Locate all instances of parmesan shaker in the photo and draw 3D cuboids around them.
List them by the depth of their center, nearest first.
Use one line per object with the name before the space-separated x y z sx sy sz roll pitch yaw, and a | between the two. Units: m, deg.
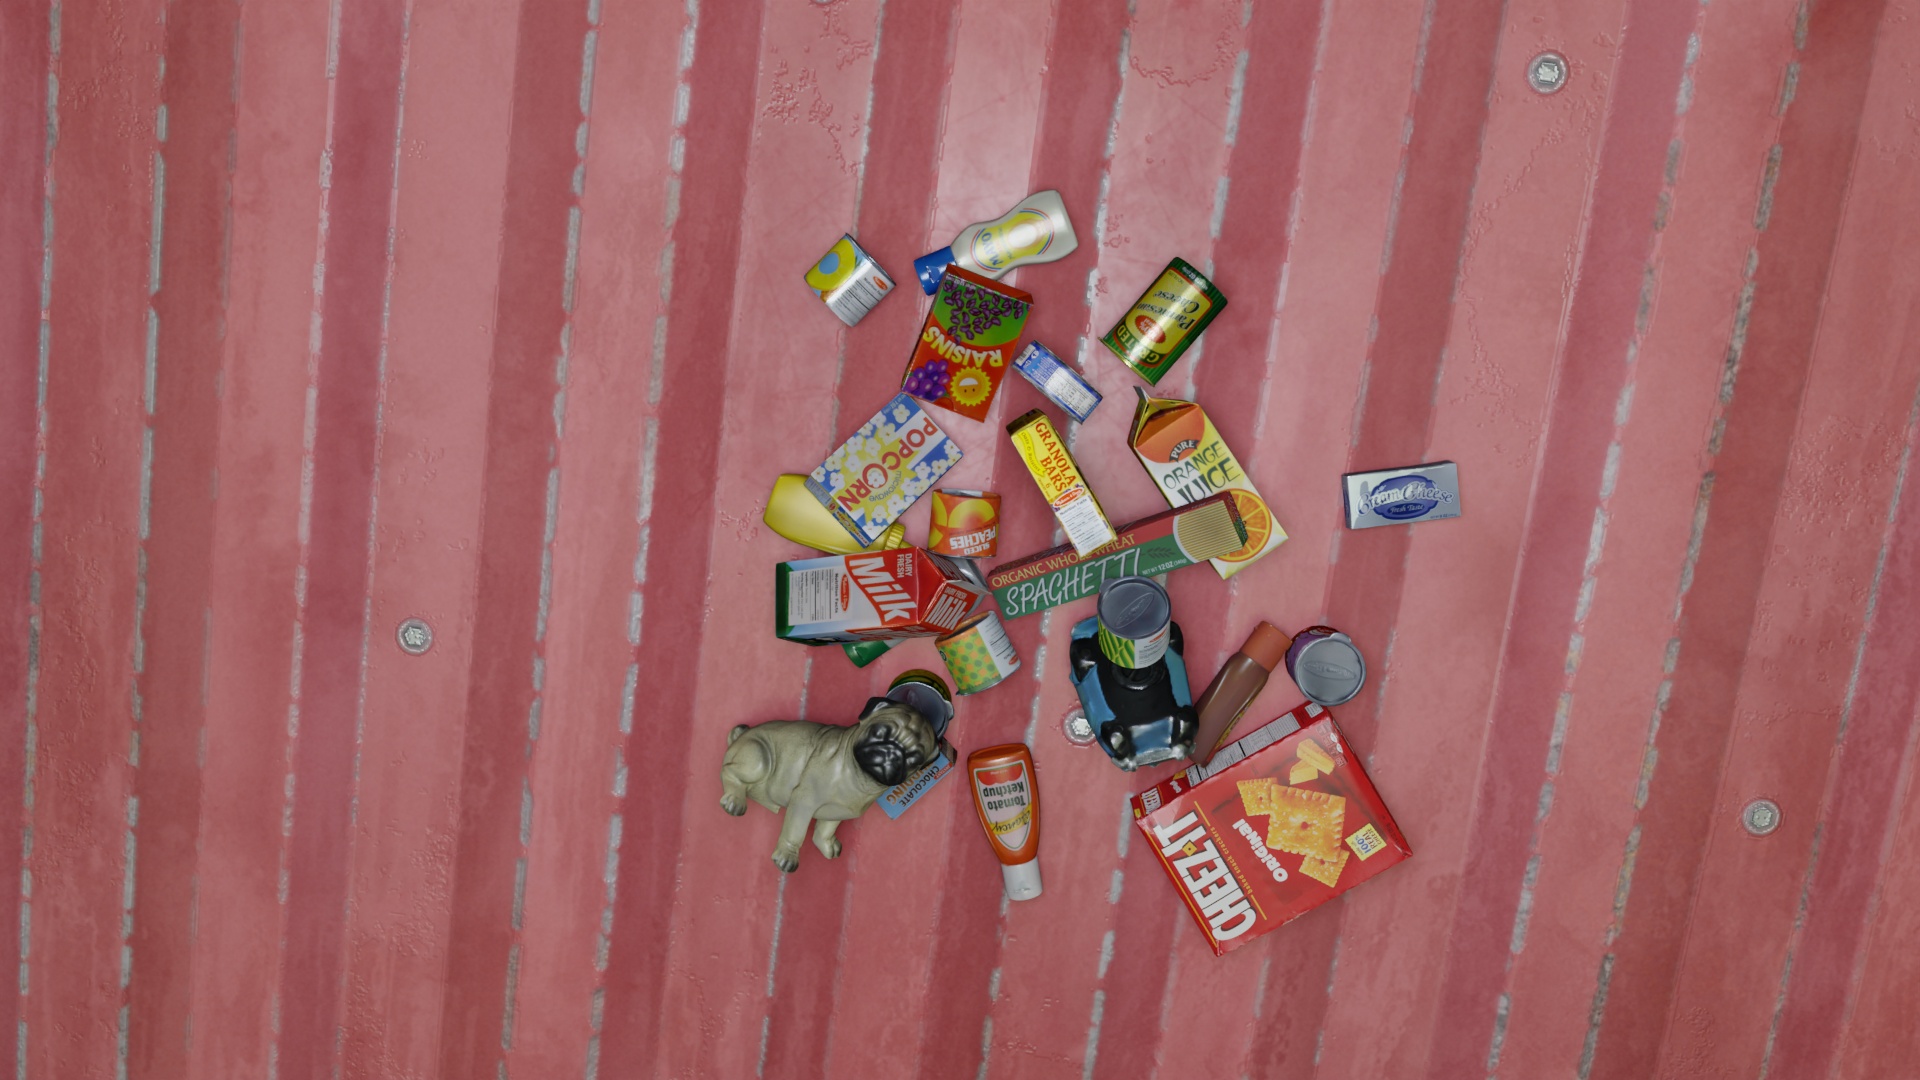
parmesan shaker | 0.185 -0.203 1.277 0.071 0.071 0.103 41 97 -4

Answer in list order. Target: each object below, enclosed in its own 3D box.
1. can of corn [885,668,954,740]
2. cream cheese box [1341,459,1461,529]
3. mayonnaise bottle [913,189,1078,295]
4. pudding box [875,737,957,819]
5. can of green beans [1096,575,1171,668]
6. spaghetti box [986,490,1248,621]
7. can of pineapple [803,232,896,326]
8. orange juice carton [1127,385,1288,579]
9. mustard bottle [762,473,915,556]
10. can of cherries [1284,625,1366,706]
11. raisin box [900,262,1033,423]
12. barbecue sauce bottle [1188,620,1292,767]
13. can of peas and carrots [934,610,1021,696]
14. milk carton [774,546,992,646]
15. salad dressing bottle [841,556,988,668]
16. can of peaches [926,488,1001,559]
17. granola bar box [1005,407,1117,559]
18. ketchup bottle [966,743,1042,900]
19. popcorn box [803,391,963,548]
can of corn | -0.040 0.161 1.340 0.071 0.058 0.071 0 98 2
cream cheese box | 0.415 -0.043 1.311 0.104 0.024 0.053 -7 96 3
mayonnaise bottle | 0.031 -0.270 1.284 0.148 0.041 0.064 -22 100 5
pudding box | -0.043 0.230 1.354 0.083 0.050 0.030 -42 93 7
can of green beans | 0.157 0.074 1.260 0.071 0.057 0.071 -3 57 5
spaghetti box | 0.140 0.017 1.283 0.249 0.029 0.050 -19 102 26
can of pineapple | -0.103 -0.241 1.283 0.058 0.071 0.071 -43 95 7
orange juice carton | 0.217 -0.065 1.291 0.073 0.072 0.192 -34 96 6
mustard bottle | -0.105 -0.012 1.322 0.160 0.049 0.065 22 94 -2
can of cherries | 0.347 0.116 1.319 0.071 0.058 0.071 0 98 3
raisin box | 0.005 -0.181 1.279 0.086 0.040 0.122 19 114 -10
barbecue sauce bottle | 0.259 0.146 1.327 0.044 0.065 0.148 36 89 9
can of peas and carrots | 0.014 0.108 1.327 0.071 0.071 0.058 -27 96 6
milk carton | -0.071 0.052 1.280 0.190 0.072 0.073 -7 76 24
salad dressing bottle | -0.045 0.069 1.334 0.147 0.044 0.064 -34 108 8
can of peaches | 0.005 -0.016 1.307 0.071 0.071 0.058 5 97 1
granola bar box | 0.089 -0.056 1.250 0.039 0.166 0.124 -30 96 4
ketchup bottle | 0.050 0.276 1.360 0.065 0.043 0.148 -11 98 3
popcorn box | -0.071 -0.067 1.293 0.085 0.038 0.127 47 70 -3
